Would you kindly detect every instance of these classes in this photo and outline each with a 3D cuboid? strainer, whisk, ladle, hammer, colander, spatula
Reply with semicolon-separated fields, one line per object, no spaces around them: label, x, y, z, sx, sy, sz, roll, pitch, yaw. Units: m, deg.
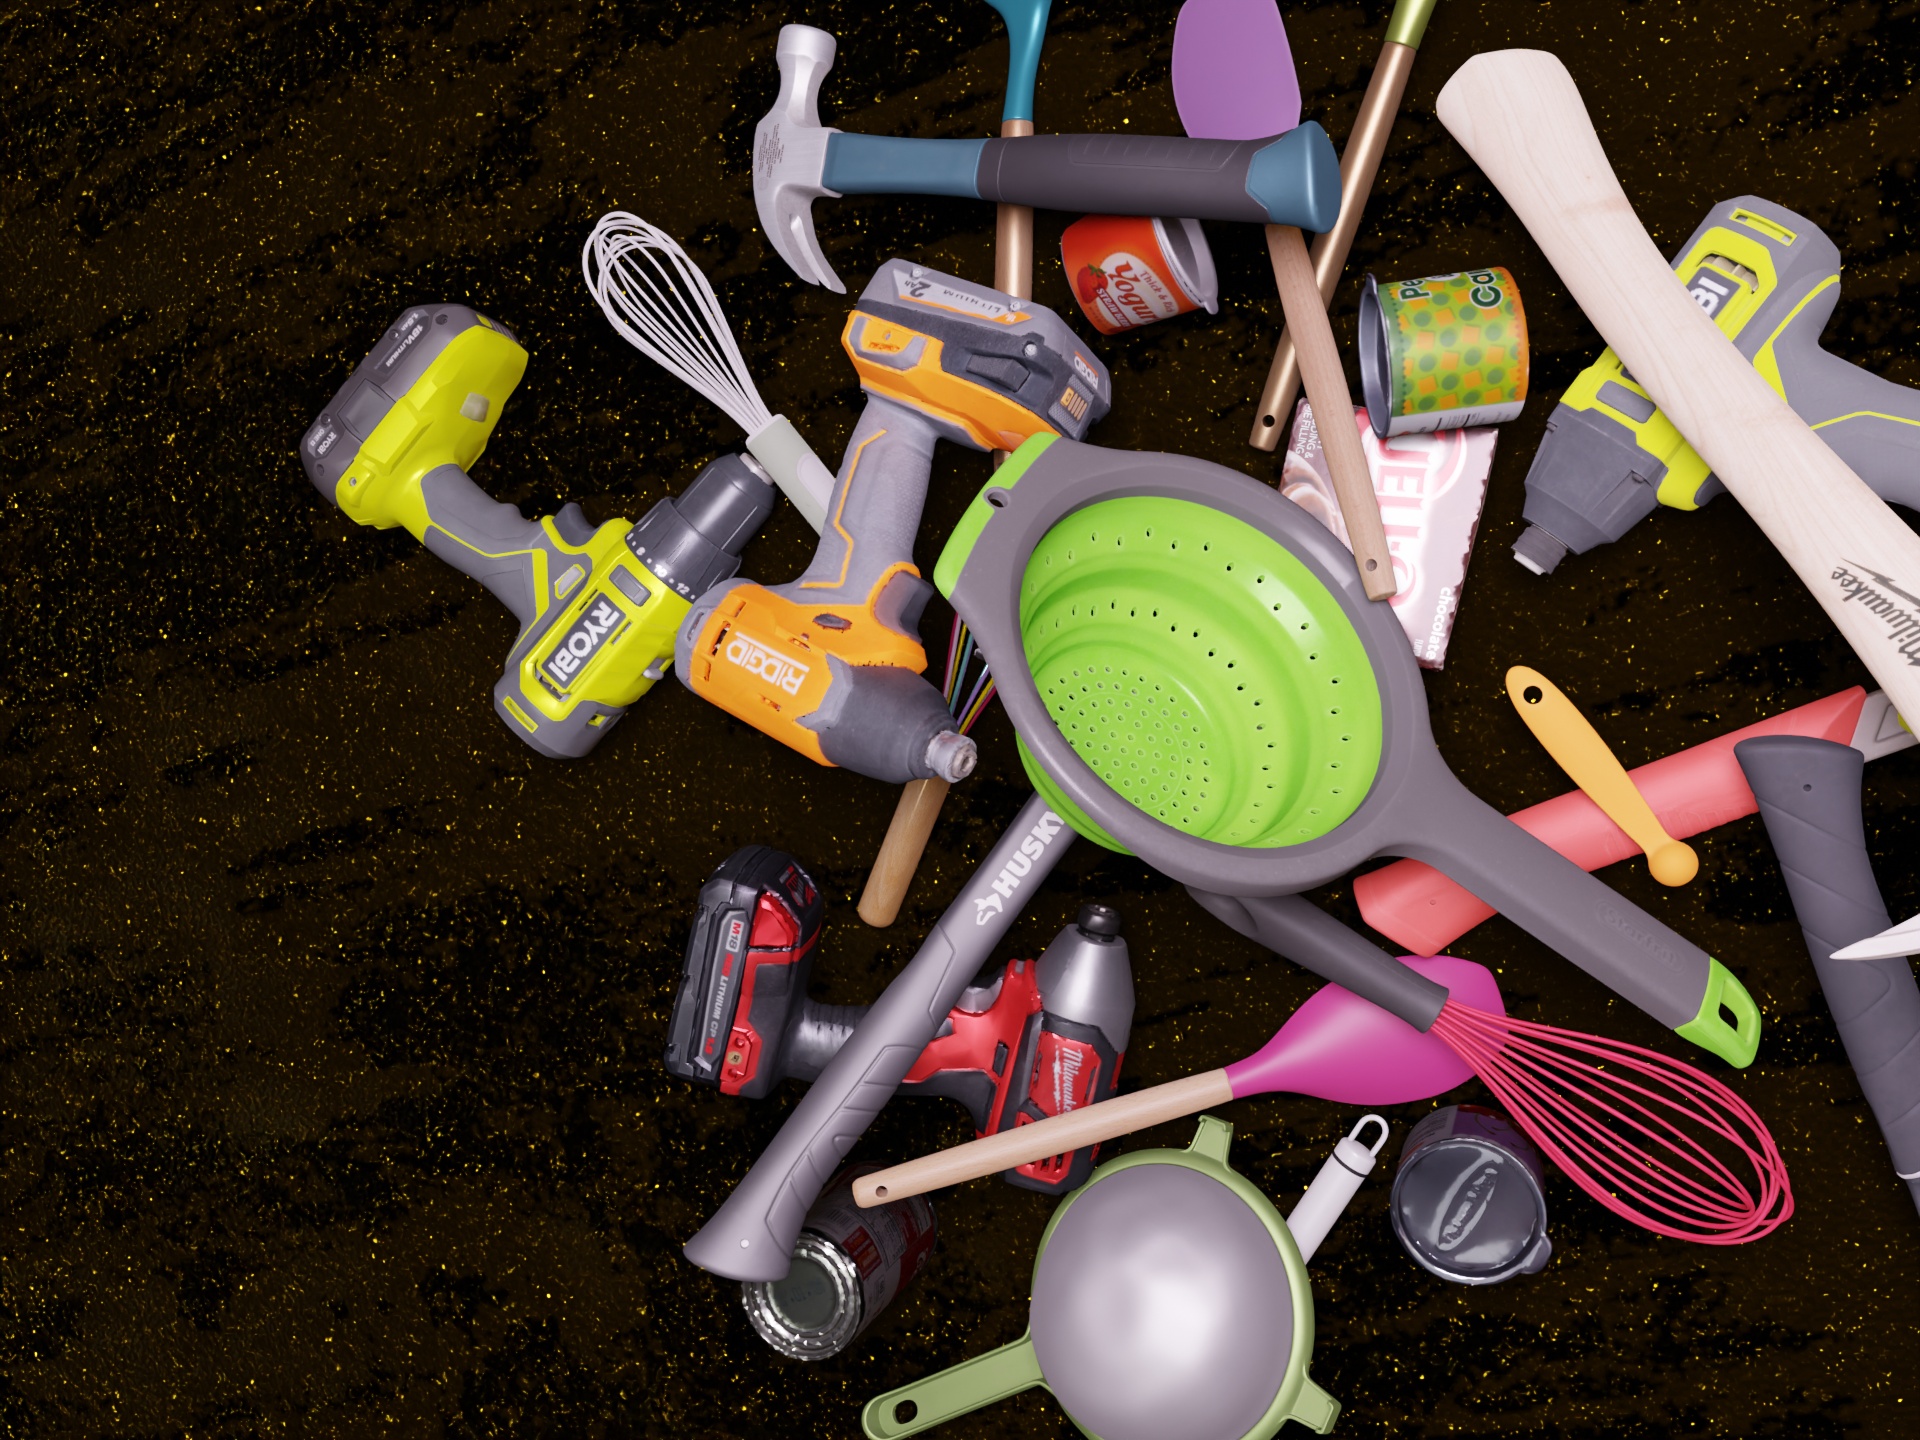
strainer;0.043;0.304;0.773;0.256;0.069;0.152;-30;60;21
whisk;-0.105;-0.155;0.812;0.246;0.058;0.059;51;143;-7
ladle;0.193;-0.279;0.729;0.078;0.062;0.320;21;107;12
hammer;0.292;-0.109;0.615;0.146;0.038;0.411;-40;58;28
colander;0.157;0.039;0.687;0.397;0.205;0.094;34;144;-1
hammer;0.402;0.197;0.659;0.149;0.036;0.409;-19;92;22
spatula;0.019;-0.270;0.785;0.082;0.044;0.317;5;97;39
hammer;-0.014;0.113;0.738;0.146;0.035;0.335;37;80;2
hammer;0.025;-0.257;0.740;0.331;0.033;0.128;17;100;37
strainer;0.135;0.298;0.782;0.087;0.050;0.258;36;101;29
hammer;0.341;0.012;0.689;0.359;0.036;0.149;-24;85;19
whisk;0.229;0.139;0.709;0.296;0.073;0.073;30;103;10
spatula;0.150;-0.203;0.725;0.060;0.018;0.316;-21;73;32
whisk;0.000;-0.002;0.810;0.047;0.051;0.245;25;104;11

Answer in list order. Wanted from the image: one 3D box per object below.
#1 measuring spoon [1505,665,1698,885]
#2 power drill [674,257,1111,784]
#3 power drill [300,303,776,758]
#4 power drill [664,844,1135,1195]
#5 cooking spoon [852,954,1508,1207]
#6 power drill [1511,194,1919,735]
measuring spoon;0.276;0.023;0.687;0.021;0.011;0.117;-40;80;17
power drill;-0.021;-0.084;0.738;0.164;0.084;0.226;28;90;32
power drill;-0.227;-0.119;0.867;0.228;0.080;0.190;43;98;10
power drill;-0.024;0.140;0.794;0.219;0.078;0.143;15;100;4
cooking spoon;0.102;0.179;0.750;0.319;0.017;0.069;-17;92;3
power drill;0.347;-0.088;0.636;0.223;0.080;0.171;44;106;33
